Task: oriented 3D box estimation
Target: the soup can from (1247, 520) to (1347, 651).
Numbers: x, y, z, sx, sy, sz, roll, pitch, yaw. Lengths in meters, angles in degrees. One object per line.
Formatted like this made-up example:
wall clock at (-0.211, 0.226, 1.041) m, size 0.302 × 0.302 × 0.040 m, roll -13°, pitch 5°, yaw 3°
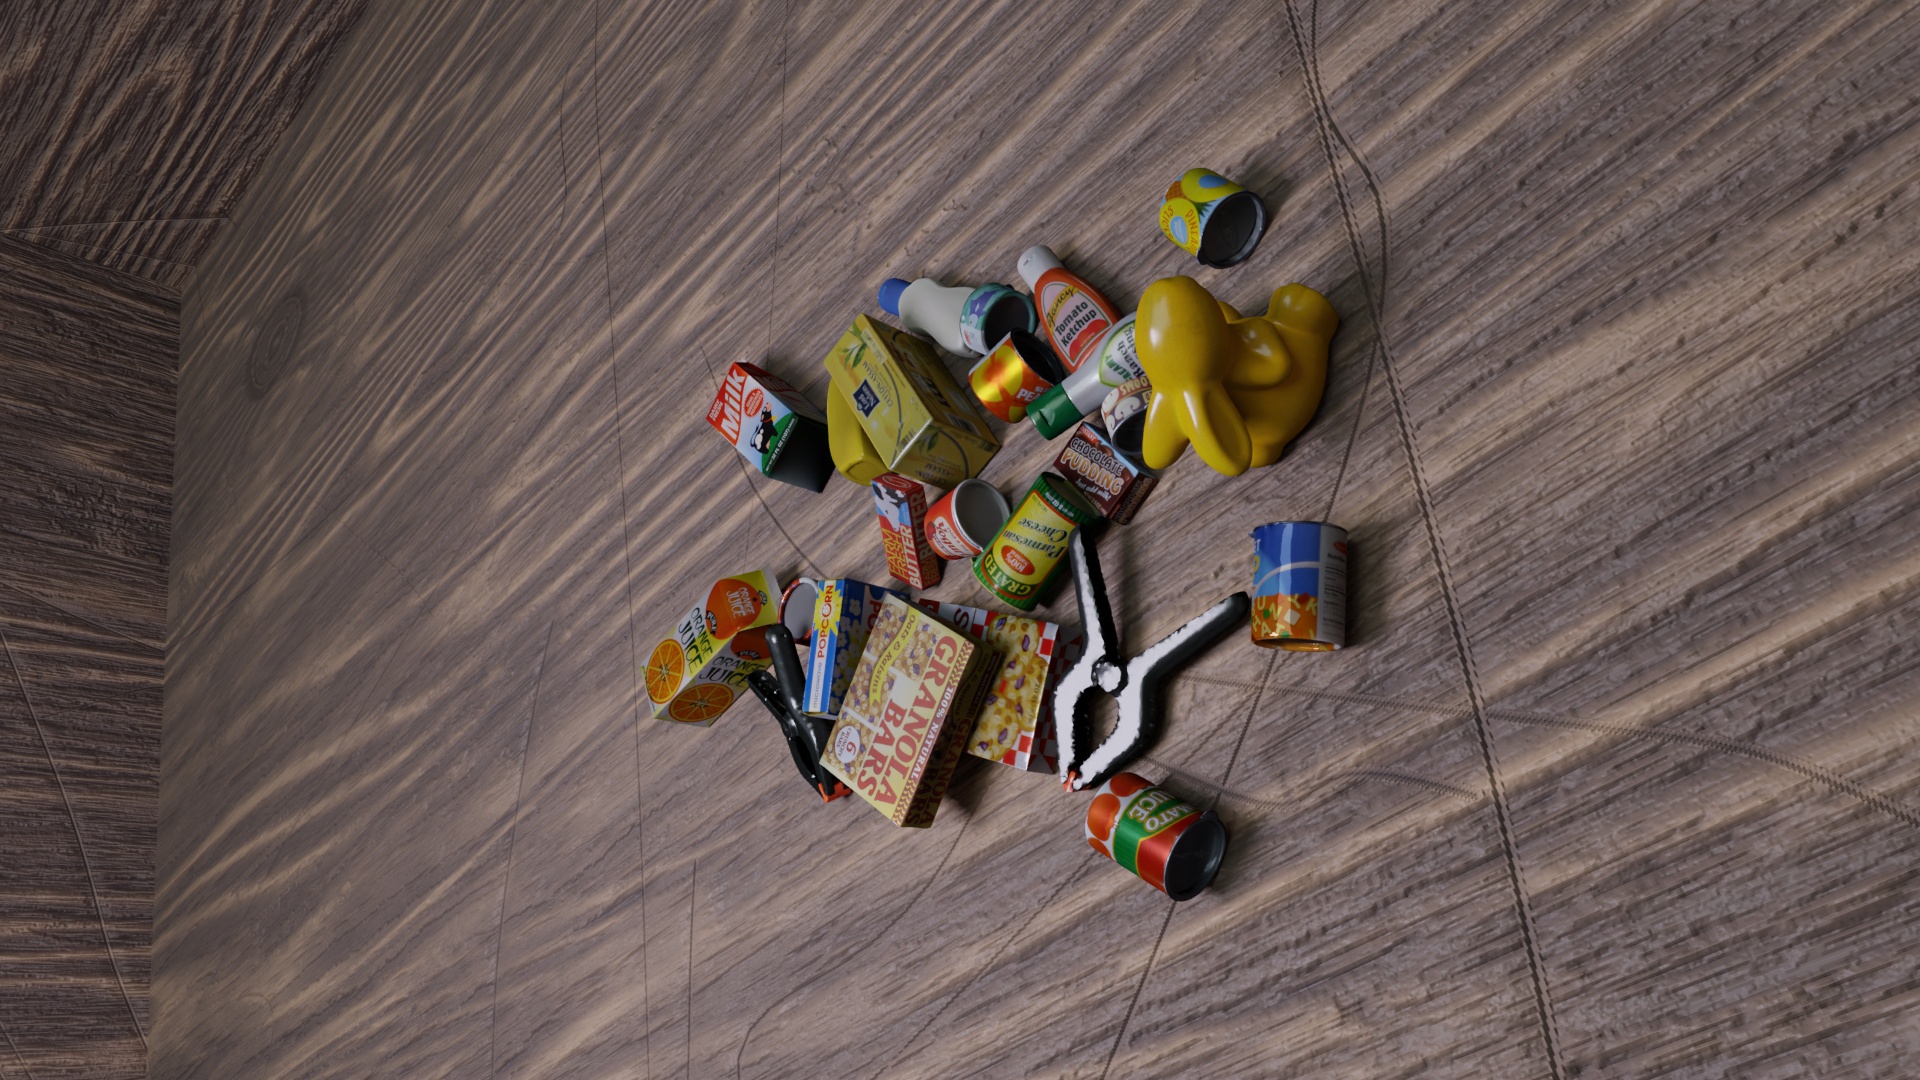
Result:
soup can at (0.239, 0.034, 0.994) m, size 0.071 × 0.071 × 0.084 m, roll -7°, pitch 73°, yaw 43°

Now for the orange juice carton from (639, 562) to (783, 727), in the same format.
orange juice carton at (-0.245, 0.107, 1.438) m, size 0.192 × 0.073 × 0.072 m, roll -44°, pitch 50°, yaw 25°

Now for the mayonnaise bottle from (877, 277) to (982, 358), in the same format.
mayonnaise bottle at (-0.025, -0.225, 1.355) m, size 0.148 × 0.041 × 0.064 m, roll 29°, pitch 97°, yaw 46°

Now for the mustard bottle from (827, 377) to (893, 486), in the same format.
mustard bottle at (-0.103, -0.131, 1.388) m, size 0.048 × 0.065 × 0.161 m, roll -31°, pitch 51°, yaw 28°

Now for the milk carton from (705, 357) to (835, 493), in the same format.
milk carton at (-0.205, -0.129, 1.476) m, size 0.191 × 0.073 × 0.072 m, roll 41°, pitch 107°, yaw 44°

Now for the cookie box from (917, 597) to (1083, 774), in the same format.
cookie box at (0.020, 0.122, 1.199) m, size 0.167 × 0.040 × 0.123 m, roll 8°, pitch 83°, yaw 44°

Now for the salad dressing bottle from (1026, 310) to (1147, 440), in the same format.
salad dressing bottle at (0.124, -0.137, 1.153) m, size 0.147 × 0.044 × 0.064 m, roll -34°, pitch 91°, yaw 15°

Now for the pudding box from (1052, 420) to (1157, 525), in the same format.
pudding box at (0.121, -0.057, 1.165) m, size 0.049 × 0.030 × 0.084 m, roll -54°, pitch 47°, yaw 15°

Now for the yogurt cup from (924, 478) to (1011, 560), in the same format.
yogurt cup at (0.004, -0.016, 1.243) m, size 0.053 × 0.072 × 0.072 m, roll -26°, pitch 60°, yaw 46°

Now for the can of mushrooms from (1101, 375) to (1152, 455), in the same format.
can of mushrooms at (0.150, -0.103, 1.124) m, size 0.070 × 0.071 × 0.033 m, roll -36°, pitch 53°, yaw 31°

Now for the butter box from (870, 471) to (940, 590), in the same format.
butter box at (-0.050, -0.009, 1.282) m, size 0.053 × 0.024 × 0.103 m, roll 21°, pitch 130°, yaw 47°

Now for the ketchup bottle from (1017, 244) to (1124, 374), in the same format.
ketchup bottle at (0.097, -0.205, 1.227) m, size 0.064 × 0.043 × 0.149 m, roll -45°, pitch 49°, yaw 19°

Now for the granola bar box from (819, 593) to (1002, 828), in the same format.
granola bar box at (-0.044, 0.145, 1.195) m, size 0.124 × 0.039 × 0.165 m, roll 27°, pitch 97°, yaw 45°

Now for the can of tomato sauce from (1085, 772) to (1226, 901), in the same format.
can of tomato sauce at (0.144, 0.216, 1.027) m, size 0.083 × 0.071 × 0.071 m, roll 24°, pitch 94°, yaw 46°

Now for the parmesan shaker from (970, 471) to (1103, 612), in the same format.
parmesan shaker at (0.063, -0.001, 1.175) m, size 0.102 × 0.071 × 0.071 m, roll -54°, pitch 47°, yaw 18°

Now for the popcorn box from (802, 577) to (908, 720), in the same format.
popcorn box at (-0.096, 0.104, 1.285) m, size 0.038 × 0.085 × 0.127 m, roll -6°, pitch 73°, yaw 44°

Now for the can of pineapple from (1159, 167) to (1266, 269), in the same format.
can of pineapple at (0.202, -0.261, 1.125) m, size 0.071 × 0.071 × 0.058 m, roll -58°, pitch 45°, yaw 14°

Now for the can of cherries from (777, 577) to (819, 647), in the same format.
can of cherries at (-0.137, 0.076, 1.354) m, size 0.071 × 0.058 × 0.071 m, roll -16°, pitch 66°, yaw 40°

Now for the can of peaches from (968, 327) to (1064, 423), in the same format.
can of peaches at (0.051, -0.144, 1.237) m, size 0.058 × 0.071 × 0.071 m, roll -41°, pitch 52°, yaw 28°

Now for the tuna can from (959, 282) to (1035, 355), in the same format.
tuna can at (0.036, -0.202, 1.271) m, size 0.033 × 0.071 × 0.071 m, roll 31°, pitch 99°, yaw 45°
